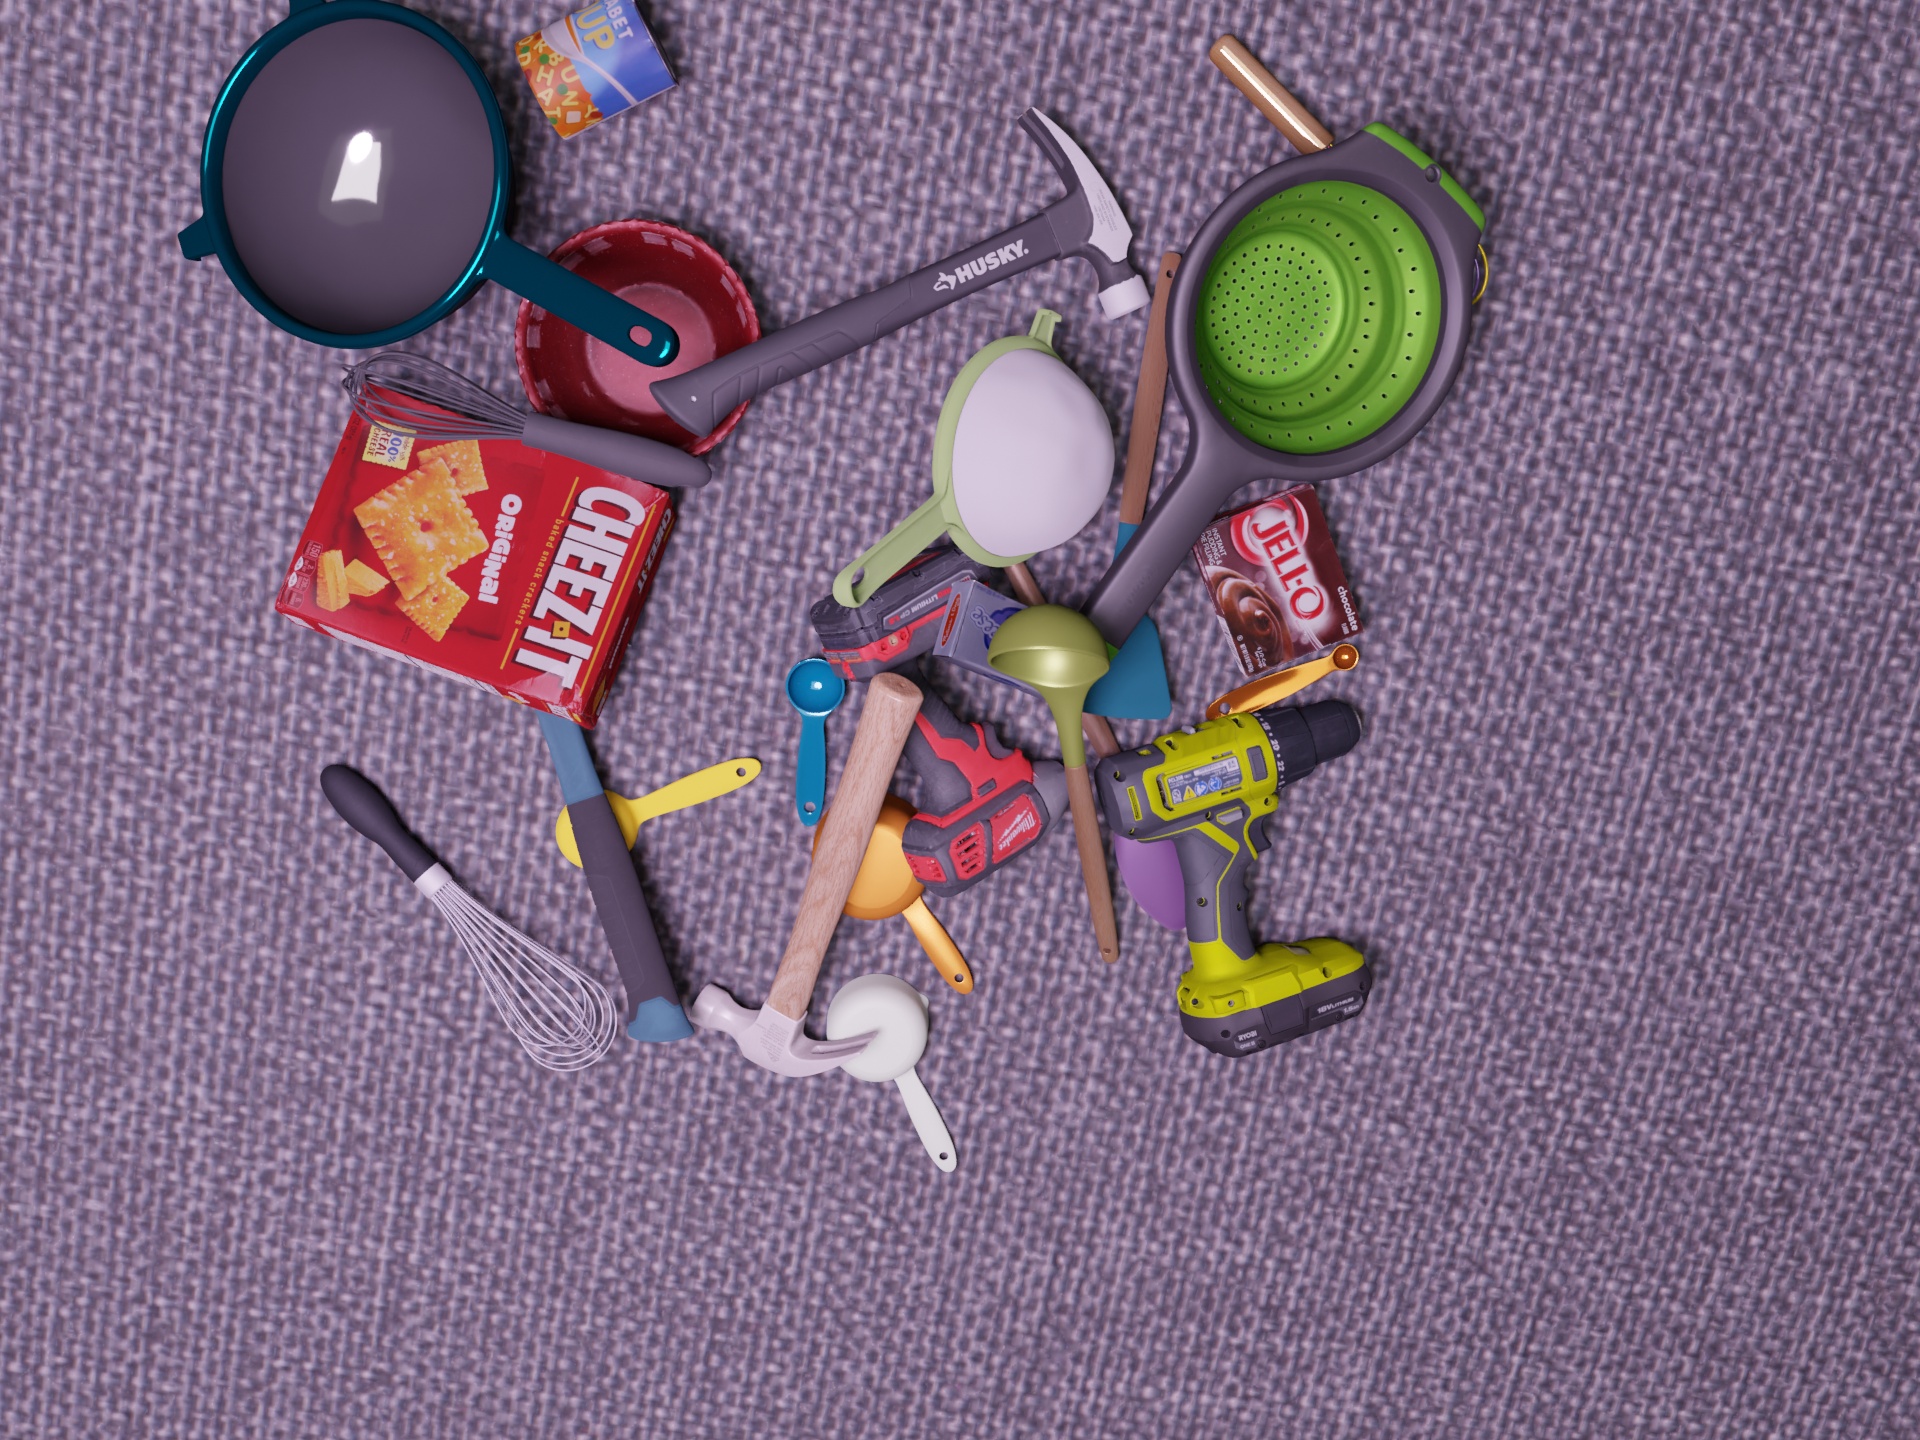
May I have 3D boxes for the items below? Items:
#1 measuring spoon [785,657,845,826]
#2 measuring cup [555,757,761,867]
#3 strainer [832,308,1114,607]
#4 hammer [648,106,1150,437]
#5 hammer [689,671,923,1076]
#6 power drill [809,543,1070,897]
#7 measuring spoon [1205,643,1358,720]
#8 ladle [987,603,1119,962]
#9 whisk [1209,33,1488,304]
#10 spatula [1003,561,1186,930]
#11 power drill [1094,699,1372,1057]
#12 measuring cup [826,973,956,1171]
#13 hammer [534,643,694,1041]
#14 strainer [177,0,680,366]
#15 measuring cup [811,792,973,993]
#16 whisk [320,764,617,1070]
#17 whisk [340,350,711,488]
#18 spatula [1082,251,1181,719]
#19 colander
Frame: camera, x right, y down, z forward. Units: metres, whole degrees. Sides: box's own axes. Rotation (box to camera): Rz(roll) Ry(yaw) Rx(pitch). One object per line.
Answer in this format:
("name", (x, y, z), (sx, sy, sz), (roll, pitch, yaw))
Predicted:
("measuring spoon", (-0.106, 0.014, 1.142), (0.042, 0.021, 0.128), (4, 110, -2))
("measuring cup", (-0.216, 0.062, 1.137), (0.156, 0.029, 0.062), (-21, 101, 5))
("strainer", (0.023, -0.140, 0.997), (0.069, 0.256, 0.151), (14, 134, 37))
("hammer", (-0.046, -0.276, 1.040), (0.335, 0.035, 0.146), (-27, 103, -10))
("hammer", (-0.087, 0.113, 1.082), (0.130, 0.031, 0.331), (27, 120, 10))
("power drill", (-0.002, -0.003, 1.095), (0.143, 0.078, 0.219), (-30, 106, -27))
("measuring spoon", (0.230, -0.027, 1.145), (0.117, 0.011, 0.021), (-24, 101, 7))
("ladle", (0.079, 0.056, 1.076), (0.078, 0.062, 0.319), (0, 127, 18))
("whisk", (0.261, -0.368, 1.063), (0.245, 0.047, 0.051), (44, 57, -4))
("spatula", (0.099, 0.013, 1.143), (0.060, 0.018, 0.315), (-27, 101, -1))
("power drill", (0.213, 0.105, 1.133), (0.190, 0.080, 0.228), (-17, 99, -10))
("measuring cup", (-0.042, 0.269, 1.177), (0.083, 0.038, 0.167), (-25, 98, 3))
("hammer", (-0.258, 0.068, 1.107), (0.128, 0.033, 0.331), (-19, 90, -5))
("strainer", (-0.312, -0.307, 1.011), (0.340, 0.095, 0.211), (30, 99, 7))
("measuring cup", (-0.040, 0.133, 1.144), (0.095, 0.052, 0.173), (-33, 98, 5))
("whisk", (-0.354, 0.137, 1.139), (0.070, 0.070, 0.284), (-42, 94, 6))
("whisk", (-0.277, -0.189, 1.020), (0.239, 0.055, 0.055), (14, 100, -10))
("spatula", (0.125, -0.161, 1.098), (0.082, 0.044, 0.317), (7, 99, -4))
("colander", (0.175, -0.200, 1.058), (0.204, 0.095, 0.397), (32, 99, -21))
